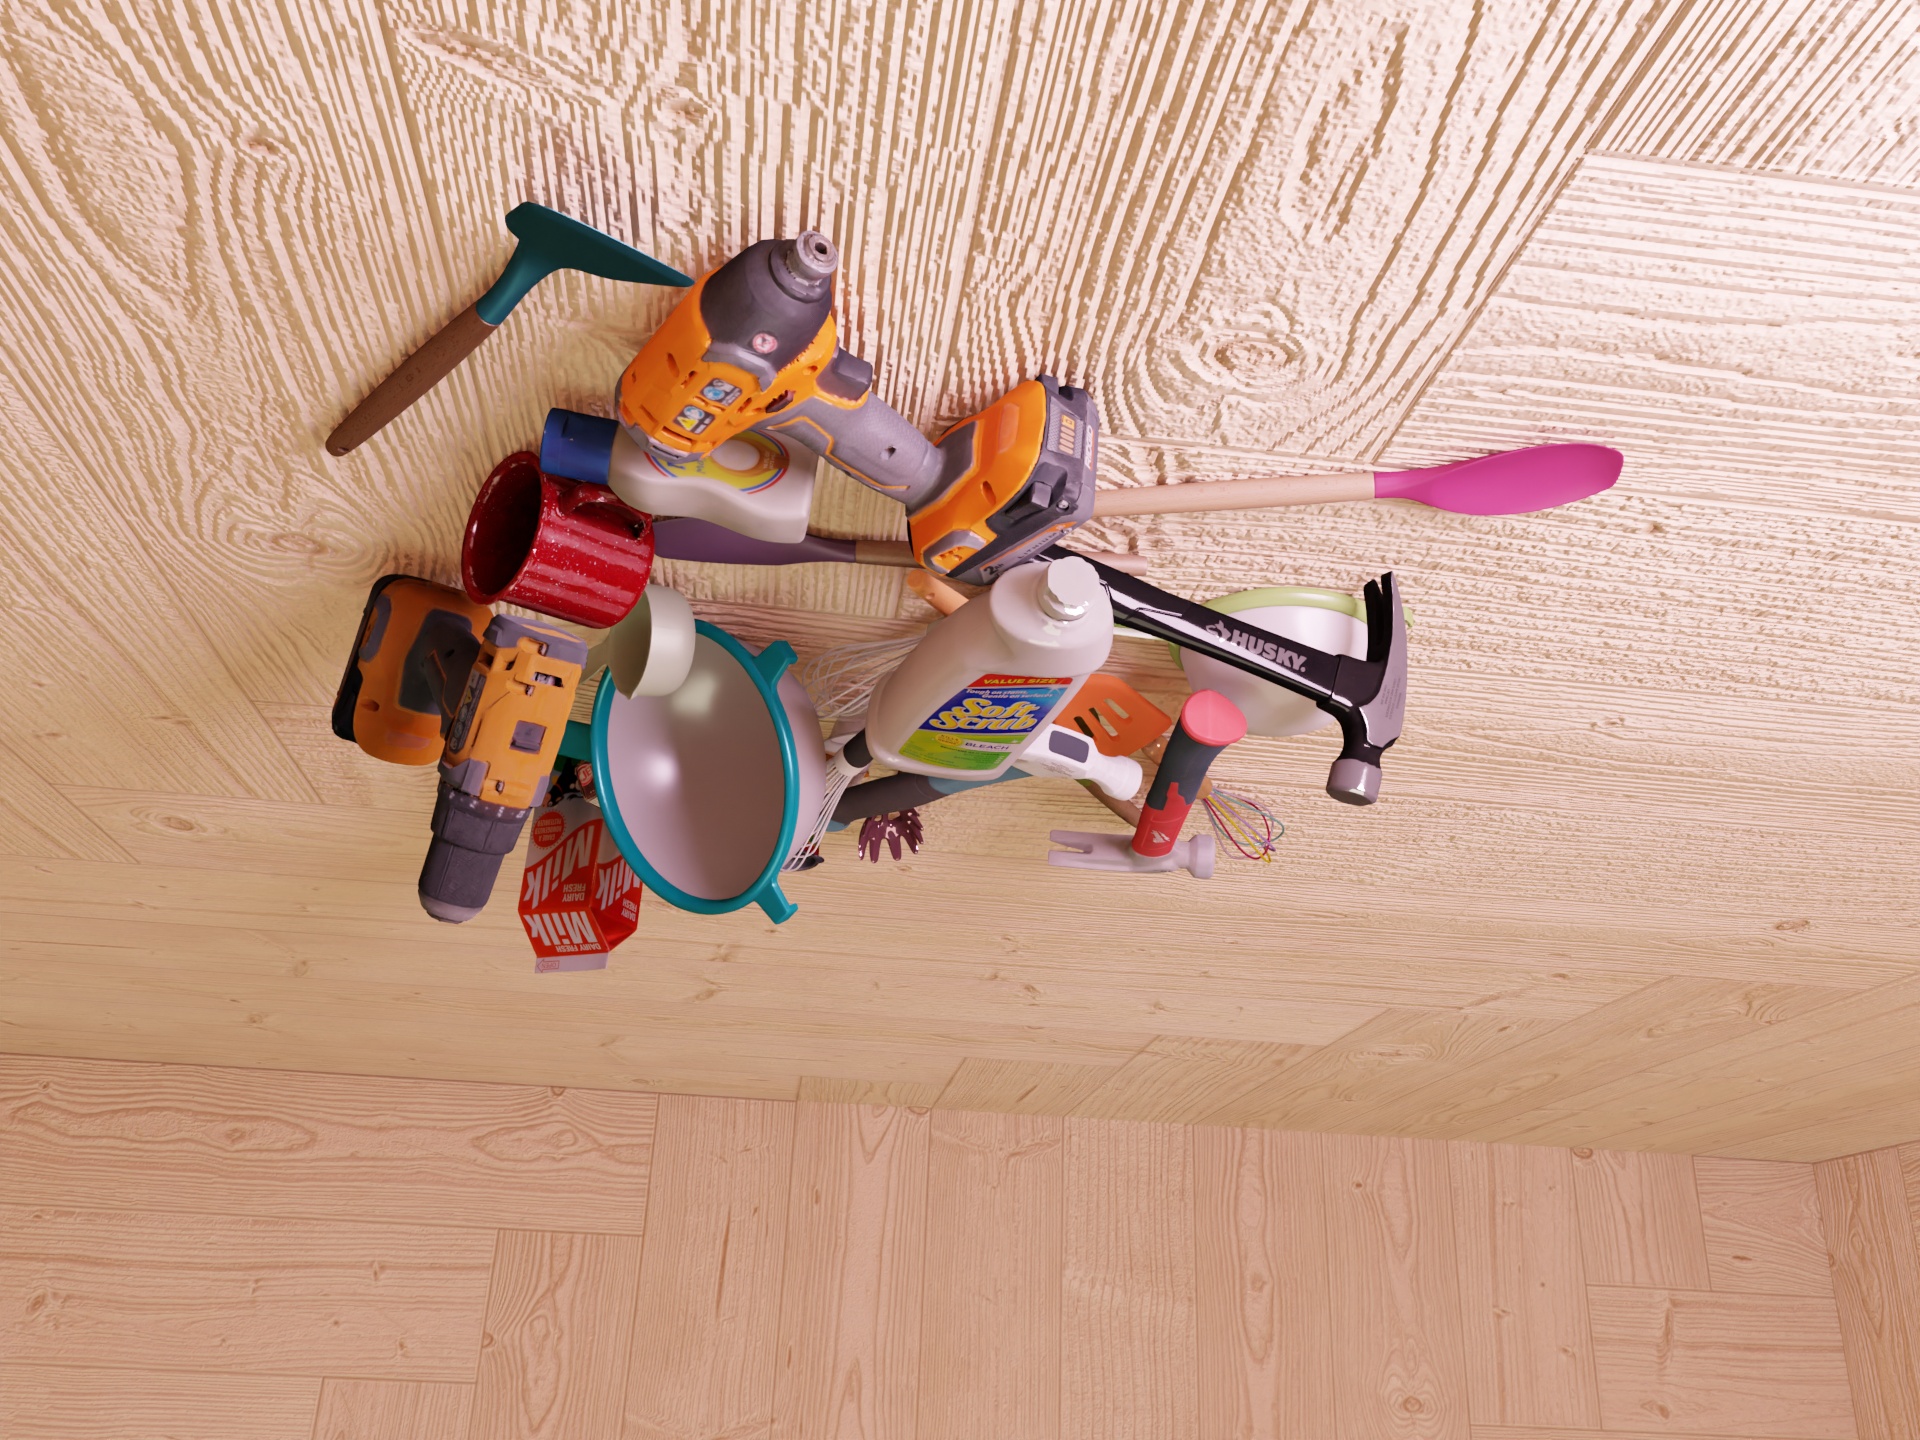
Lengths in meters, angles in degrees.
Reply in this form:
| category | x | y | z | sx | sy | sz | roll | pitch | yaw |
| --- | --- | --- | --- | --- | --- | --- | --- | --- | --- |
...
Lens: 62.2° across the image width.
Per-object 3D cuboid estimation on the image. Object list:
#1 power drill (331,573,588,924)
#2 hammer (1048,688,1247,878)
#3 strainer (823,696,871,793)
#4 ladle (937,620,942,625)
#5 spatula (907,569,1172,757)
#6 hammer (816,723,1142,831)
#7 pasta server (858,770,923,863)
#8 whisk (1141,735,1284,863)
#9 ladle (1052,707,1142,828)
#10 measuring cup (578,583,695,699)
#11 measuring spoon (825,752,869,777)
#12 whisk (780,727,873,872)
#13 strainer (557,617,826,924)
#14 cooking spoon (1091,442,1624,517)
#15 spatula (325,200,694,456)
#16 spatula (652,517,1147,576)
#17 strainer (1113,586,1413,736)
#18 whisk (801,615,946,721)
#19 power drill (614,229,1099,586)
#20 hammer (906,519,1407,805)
| category | x | y | z | sx | sy | sz | roll | pitch | yaw |
| --- | --- | --- | --- | --- | --- | --- | --- | --- | --- |
| power drill | -0.322 | 0.010 | 1.000 | 0.084 | 0.185 | 0.226 | 16 | -175 | -40 |
| hammer | 0.145 | 0.057 | 1.209 | 0.143 | 0.038 | 0.386 | 4 | 161 | 2 |
| strainer | -0.082 | 0.029 | 1.284 | 0.087 | 0.050 | 0.258 | -3 | 161 | -15 |
| ladle | -0.002 | -0.004 | 1.143 | 0.069 | 0.031 | 0.315 | 1 | 160 | 3 |
| spatula | 0.049 | -0.033 | 1.058 | 0.081 | 0.041 | 0.322 | -31 | 153 | 16 |
| hammer | -0.020 | 0.048 | 1.201 | 0.128 | 0.033 | 0.331 | 24 | 156 | -31 |
| pasta server | -0.043 | 0.051 | 1.345 | 0.060 | 0.040 | 0.316 | -5 | 158 | -14 |
| whisk | 0.216 | 0.068 | 1.352 | 0.051 | 0.047 | 0.244 | -11 | 150 | 30 |
| ladle | 0.112 | 0.041 | 1.317 | 0.078 | 0.062 | 0.320 | -7 | 162 | 20 |
| measuring cup | -0.229 | -0.046 | 1.105 | 0.038 | 0.083 | 0.167 | 4 | 168 | -31 |
| measuring spoon | -0.123 | 0.034 | 1.343 | 0.116 | 0.011 | 0.021 | 22 | 150 | -38 |
| whisk | -0.096 | 0.041 | 1.182 | 0.070 | 0.070 | 0.284 | 15 | 147 | -26 |
| strainer | -0.214 | 0.019 | 1.184 | 0.340 | 0.211 | 0.095 | 10 | -166 | 39 |
| cooking spoon | 0.210 | -0.133 | 0.912 | 0.319 | 0.017 | 0.068 | -3 | 155 | 10 |
| spatula | -0.253 | -0.187 | 0.802 | 0.082 | 0.044 | 0.317 | 18 | 154 | -40 |
| spatula | -0.040 | -0.106 | 1.001 | 0.316 | 0.018 | 0.059 | 3 | 157 | 0 |
| strainer | 0.168 | -0.035 | 1.080 | 0.256 | 0.069 | 0.151 | 6 | 157 | -13 |
| whisk | -0.021 | -0.052 | 1.093 | 0.246 | 0.058 | 0.059 | -23 | 115 | 38 |
| power drill | -0.040 | -0.159 | 0.804 | 0.226 | 0.084 | 0.164 | 20 | 151 | -28 |
| hammer | 0.123 | -0.070 | 0.972 | 0.334 | 0.146 | 0.035 | 20 | 164 | -11 |
